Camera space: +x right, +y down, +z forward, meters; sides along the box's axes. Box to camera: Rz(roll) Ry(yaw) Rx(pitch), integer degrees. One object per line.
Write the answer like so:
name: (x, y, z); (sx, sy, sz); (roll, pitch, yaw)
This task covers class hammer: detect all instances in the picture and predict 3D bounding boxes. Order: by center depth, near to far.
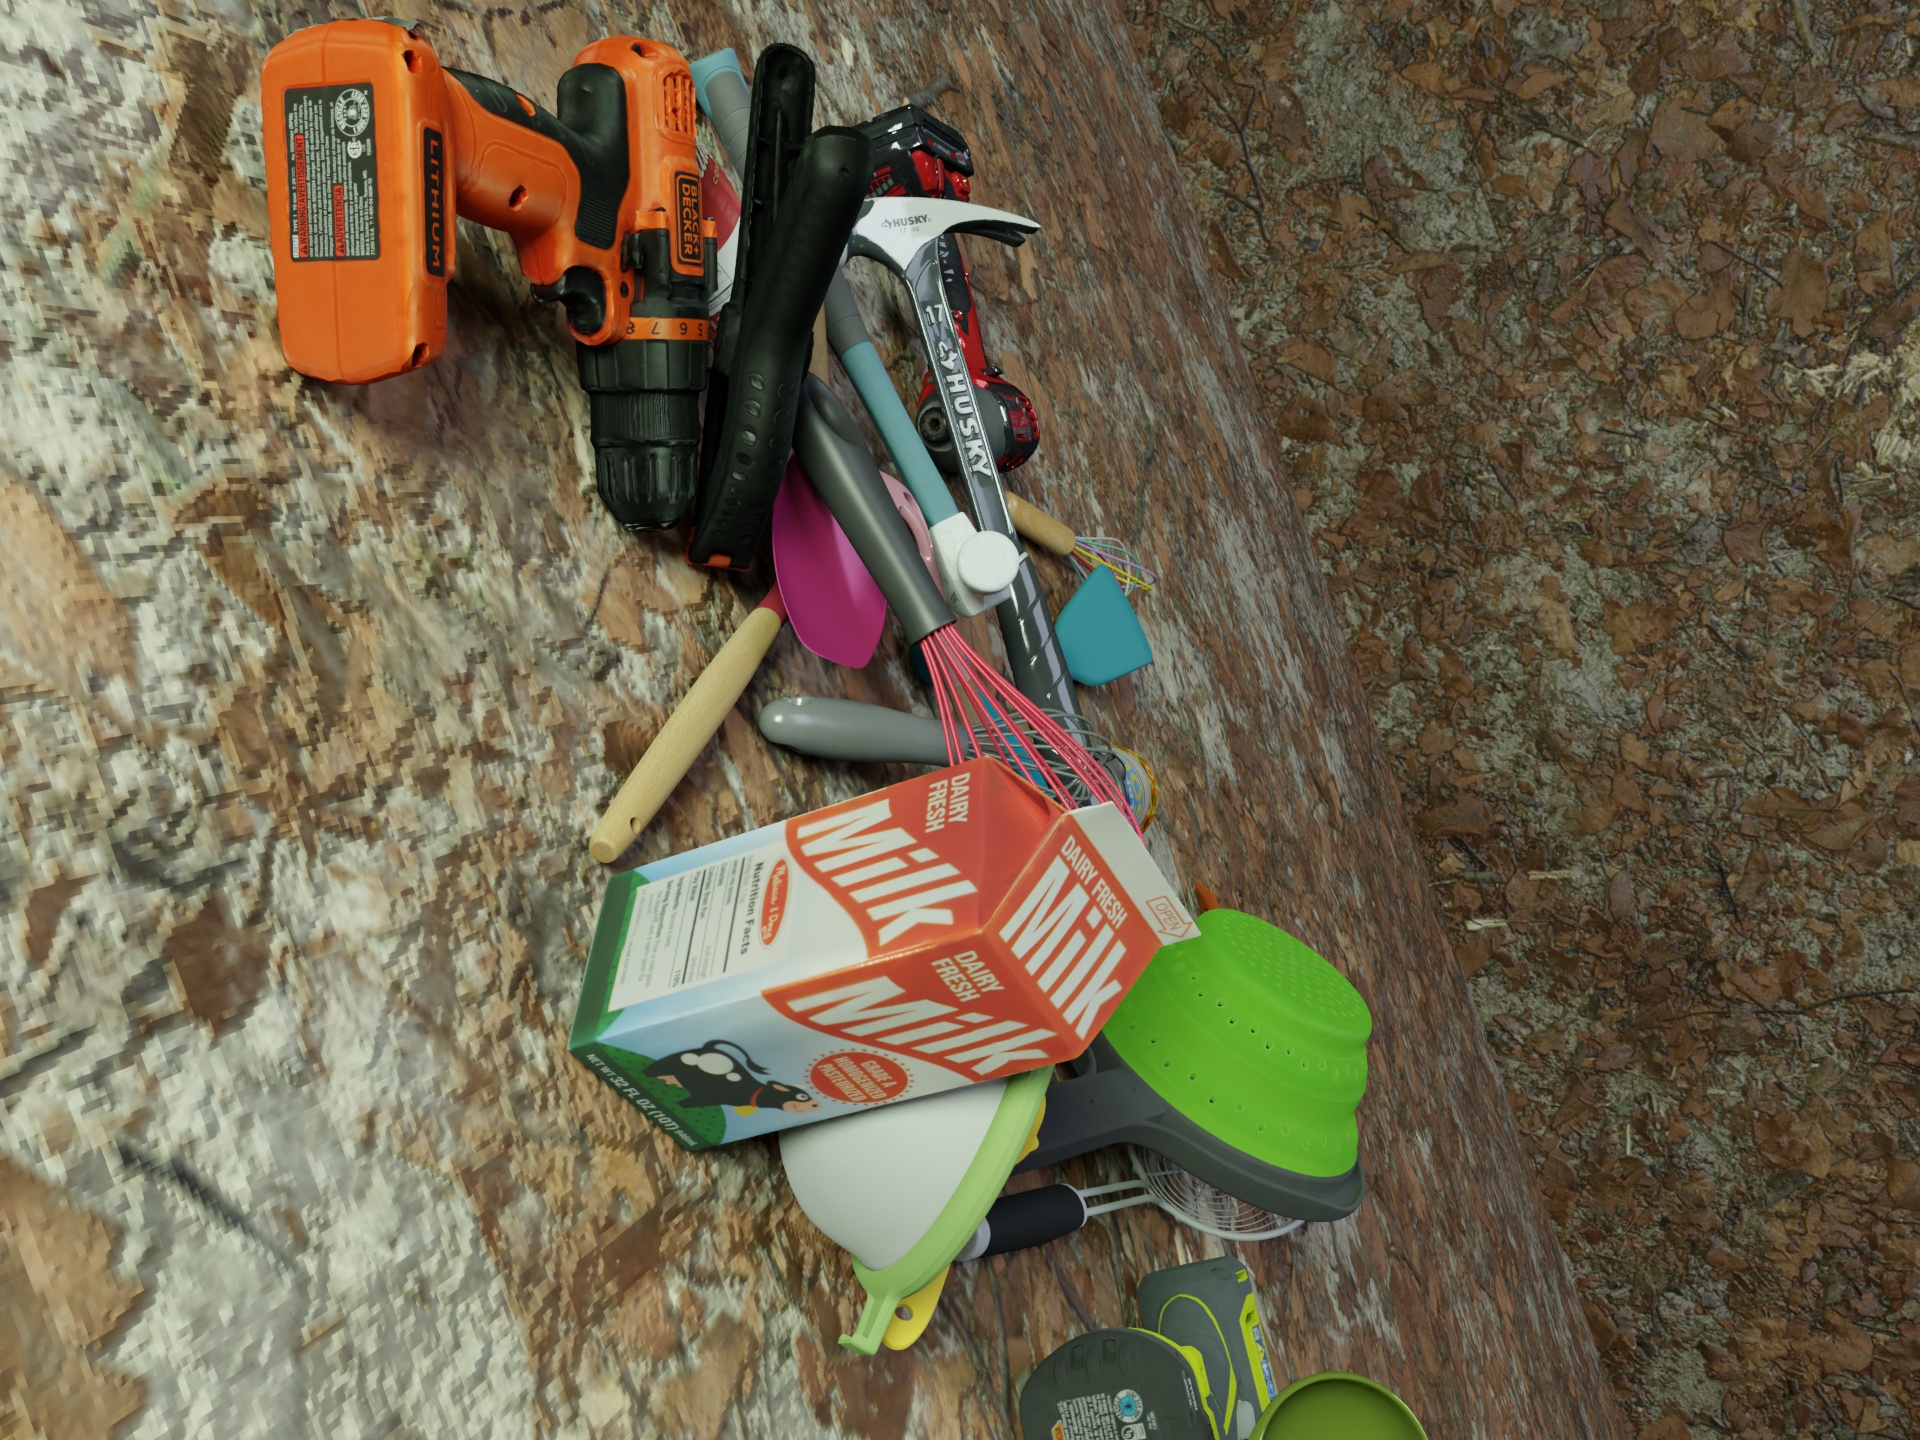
hammer: (-0.060, -0.203, 0.826); (0.331, 0.033, 0.128); (63, -7, 4)
hammer: (0.026, -0.106, 0.918); (0.036, 0.149, 0.409); (-16, -89, 66)

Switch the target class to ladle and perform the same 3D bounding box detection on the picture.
ladle: (0.070, 0.314, 0.585); (0.320, 0.062, 0.078); (1, 66, -44)
ladle: (-0.090, -0.030, 0.679); (0.316, 0.031, 0.069); (-66, 138, -59)

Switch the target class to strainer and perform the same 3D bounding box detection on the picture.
strainer: (-0.029, 0.113, 0.636); (0.069, 0.151, 0.256); (28, 13, -12)

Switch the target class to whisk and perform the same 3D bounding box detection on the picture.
whisk: (-0.002, -0.021, 0.683); (0.296, 0.073, 0.073); (60, 21, 2)
whisk: (-0.004, 0.013, 0.767); (0.238, 0.055, 0.055); (9, 62, -47)
whisk: (0.082, -0.128, 1.193); (0.047, 0.051, 0.244); (56, 18, 25)

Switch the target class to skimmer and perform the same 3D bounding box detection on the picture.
skimmer: (0.098, 0.229, 0.834); (0.127, 0.090, 0.363); (47, 12, 26)

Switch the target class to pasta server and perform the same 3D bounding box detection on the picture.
pasta server: (-0.001, -0.003, 0.832); (0.060, 0.040, 0.315); (-78, 154, -46)

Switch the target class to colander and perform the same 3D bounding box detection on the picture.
colander: (0.112, 0.167, 0.819); (0.205, 0.094, 0.396); (40, 19, 30)

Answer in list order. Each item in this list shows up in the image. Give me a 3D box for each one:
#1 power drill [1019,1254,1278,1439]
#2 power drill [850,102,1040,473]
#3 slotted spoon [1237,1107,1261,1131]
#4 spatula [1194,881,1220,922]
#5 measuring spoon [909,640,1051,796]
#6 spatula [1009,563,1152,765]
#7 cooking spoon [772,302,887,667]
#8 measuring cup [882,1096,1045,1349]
power drill: (0.114, 0.370, 0.770); (0.228, 0.080, 0.191); (29, 45, -64)
power drill: (-0.017, -0.262, 1.004); (0.143, 0.078, 0.219); (-26, 99, -69)
slotted spoon: (0.149, 0.202, 1.041); (0.313, 0.031, 0.070); (59, 29, -36)
spatula: (0.144, 0.155, 1.114); (0.322, 0.041, 0.081); (6, 66, -63)
measuring spoon: (0.010, 0.002, 0.881); (0.128, 0.021, 0.042); (55, 27, -9)
spatula: (0.067, -0.023, 1.042); (0.082, 0.044, 0.317); (62, 23, -10)
cooking spoon: (-0.070, -0.168, 0.738); (0.068, 0.017, 0.319); (21, 54, -44)
measuring cup: (-0.003, 0.183, 0.637); (0.157, 0.062, 0.029); (-62, 174, -60)
